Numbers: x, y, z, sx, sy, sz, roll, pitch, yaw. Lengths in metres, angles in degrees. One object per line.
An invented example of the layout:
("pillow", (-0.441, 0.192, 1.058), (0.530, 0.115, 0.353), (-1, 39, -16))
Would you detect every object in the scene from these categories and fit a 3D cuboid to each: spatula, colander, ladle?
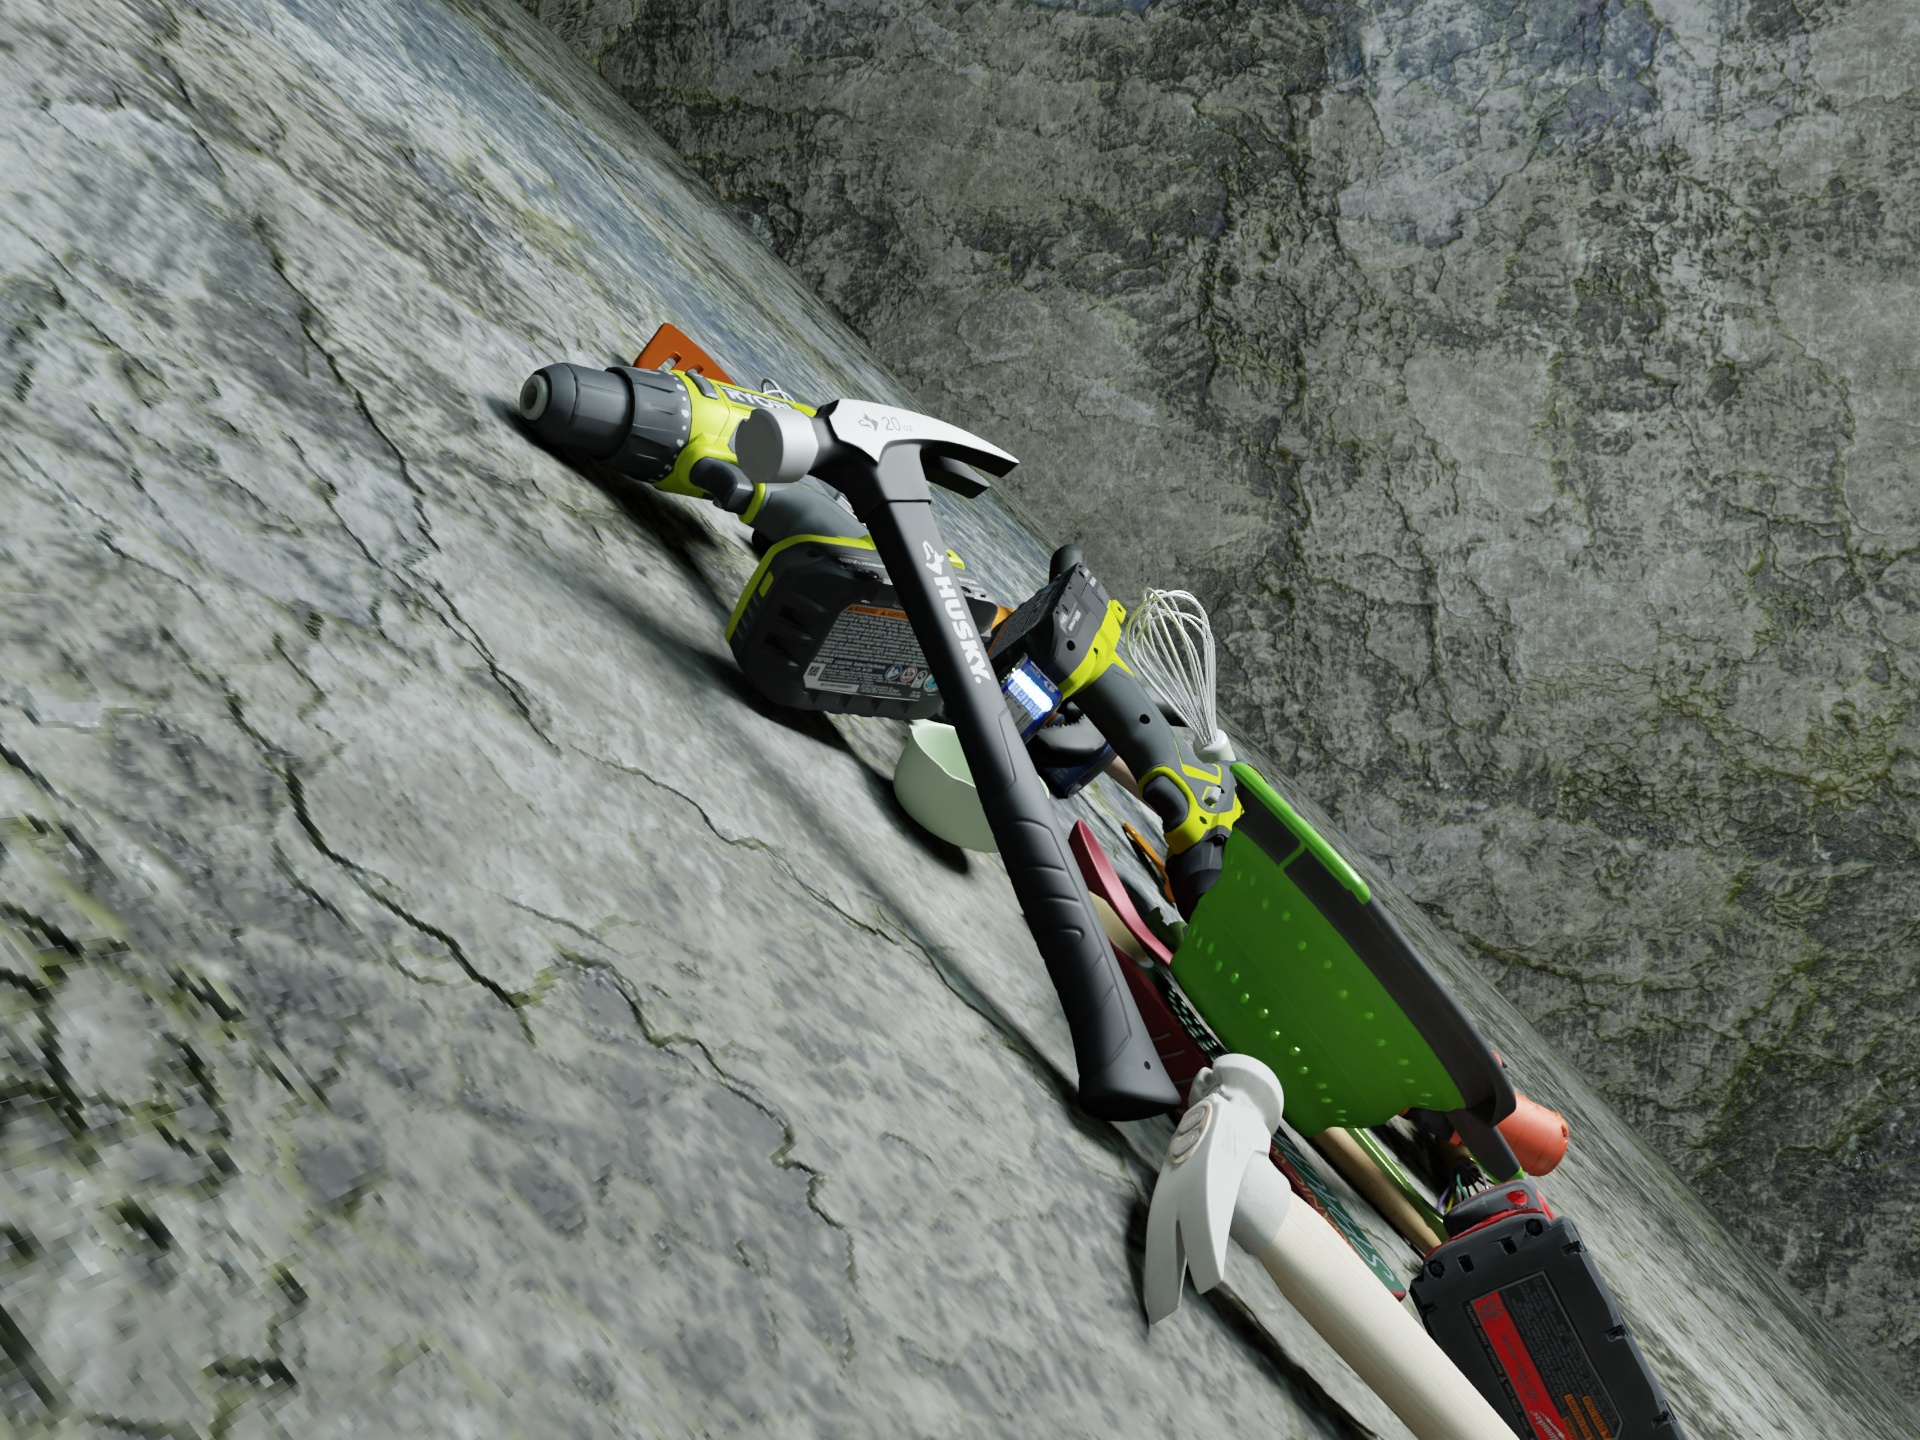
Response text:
("spatula", (-0.199, -0.206, 0.984), (0.081, 0.041, 0.323), (44, 12, -8))
("colander", (0.210, 0.186, 0.844), (0.396, 0.094, 0.205), (51, 1, -40))
("ladle", (0.163, 0.184, 0.915), (0.315, 0.031, 0.069), (48, 9, 6))

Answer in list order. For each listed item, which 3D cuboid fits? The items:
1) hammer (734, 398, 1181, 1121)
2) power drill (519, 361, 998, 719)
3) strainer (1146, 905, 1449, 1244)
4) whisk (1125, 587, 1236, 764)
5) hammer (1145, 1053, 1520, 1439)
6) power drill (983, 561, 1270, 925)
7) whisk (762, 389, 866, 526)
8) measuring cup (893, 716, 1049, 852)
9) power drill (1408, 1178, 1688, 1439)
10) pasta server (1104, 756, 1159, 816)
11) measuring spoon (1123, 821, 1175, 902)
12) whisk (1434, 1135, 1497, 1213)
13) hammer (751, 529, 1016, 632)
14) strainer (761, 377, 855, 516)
("hammer", (0.018, 0.013, 0.690), (0.146, 0.035, 0.335), (-9, 72, -47))
("power drill", (-0.103, -0.103, 0.805), (0.190, 0.080, 0.229), (6, 34, -45))
("strainer", (0.232, 0.201, 0.986), (0.151, 0.069, 0.257), (30, 16, -53))
("whisk", (0.169, 0.009, 1.093), (0.246, 0.058, 0.059), (63, -6, -33))
("hammer", (0.222, 0.312, 0.598), (0.410, 0.038, 0.146), (47, 23, -1))
("power drill", (0.109, 0.023, 0.979), (0.223, 0.080, 0.171), (48, 26, -10))
("whisk", (-0.085, -0.163, 1.218), (0.070, 0.070, 0.284), (52, 9, 34))
("measuring cup", (-0.035, 0.014, 0.810), (0.168, 0.038, 0.083), (30, 17, 16))
("power drill", (0.285, 0.302, 0.771), (0.143, 0.078, 0.219), (66, 13, 20))
("pasta server", (0.093, 0.006, 1.191), (0.316, 0.040, 0.060), (41, 18, 22))
("measuring spoon", (0.140, 0.105, 1.175), (0.021, 0.011, 0.117), (38, 9, -25))
("whisk", (0.348, 0.311, 1.077), (0.051, 0.047, 0.245), (37, 6, 10))
("hammer", (-0.003, -0.070, 1.095), (0.127, 0.034, 0.336), (49, 20, 24))
("strainer", (-0.083, -0.173, 1.296), (0.087, 0.050, 0.258), (-6, -38, 42))
